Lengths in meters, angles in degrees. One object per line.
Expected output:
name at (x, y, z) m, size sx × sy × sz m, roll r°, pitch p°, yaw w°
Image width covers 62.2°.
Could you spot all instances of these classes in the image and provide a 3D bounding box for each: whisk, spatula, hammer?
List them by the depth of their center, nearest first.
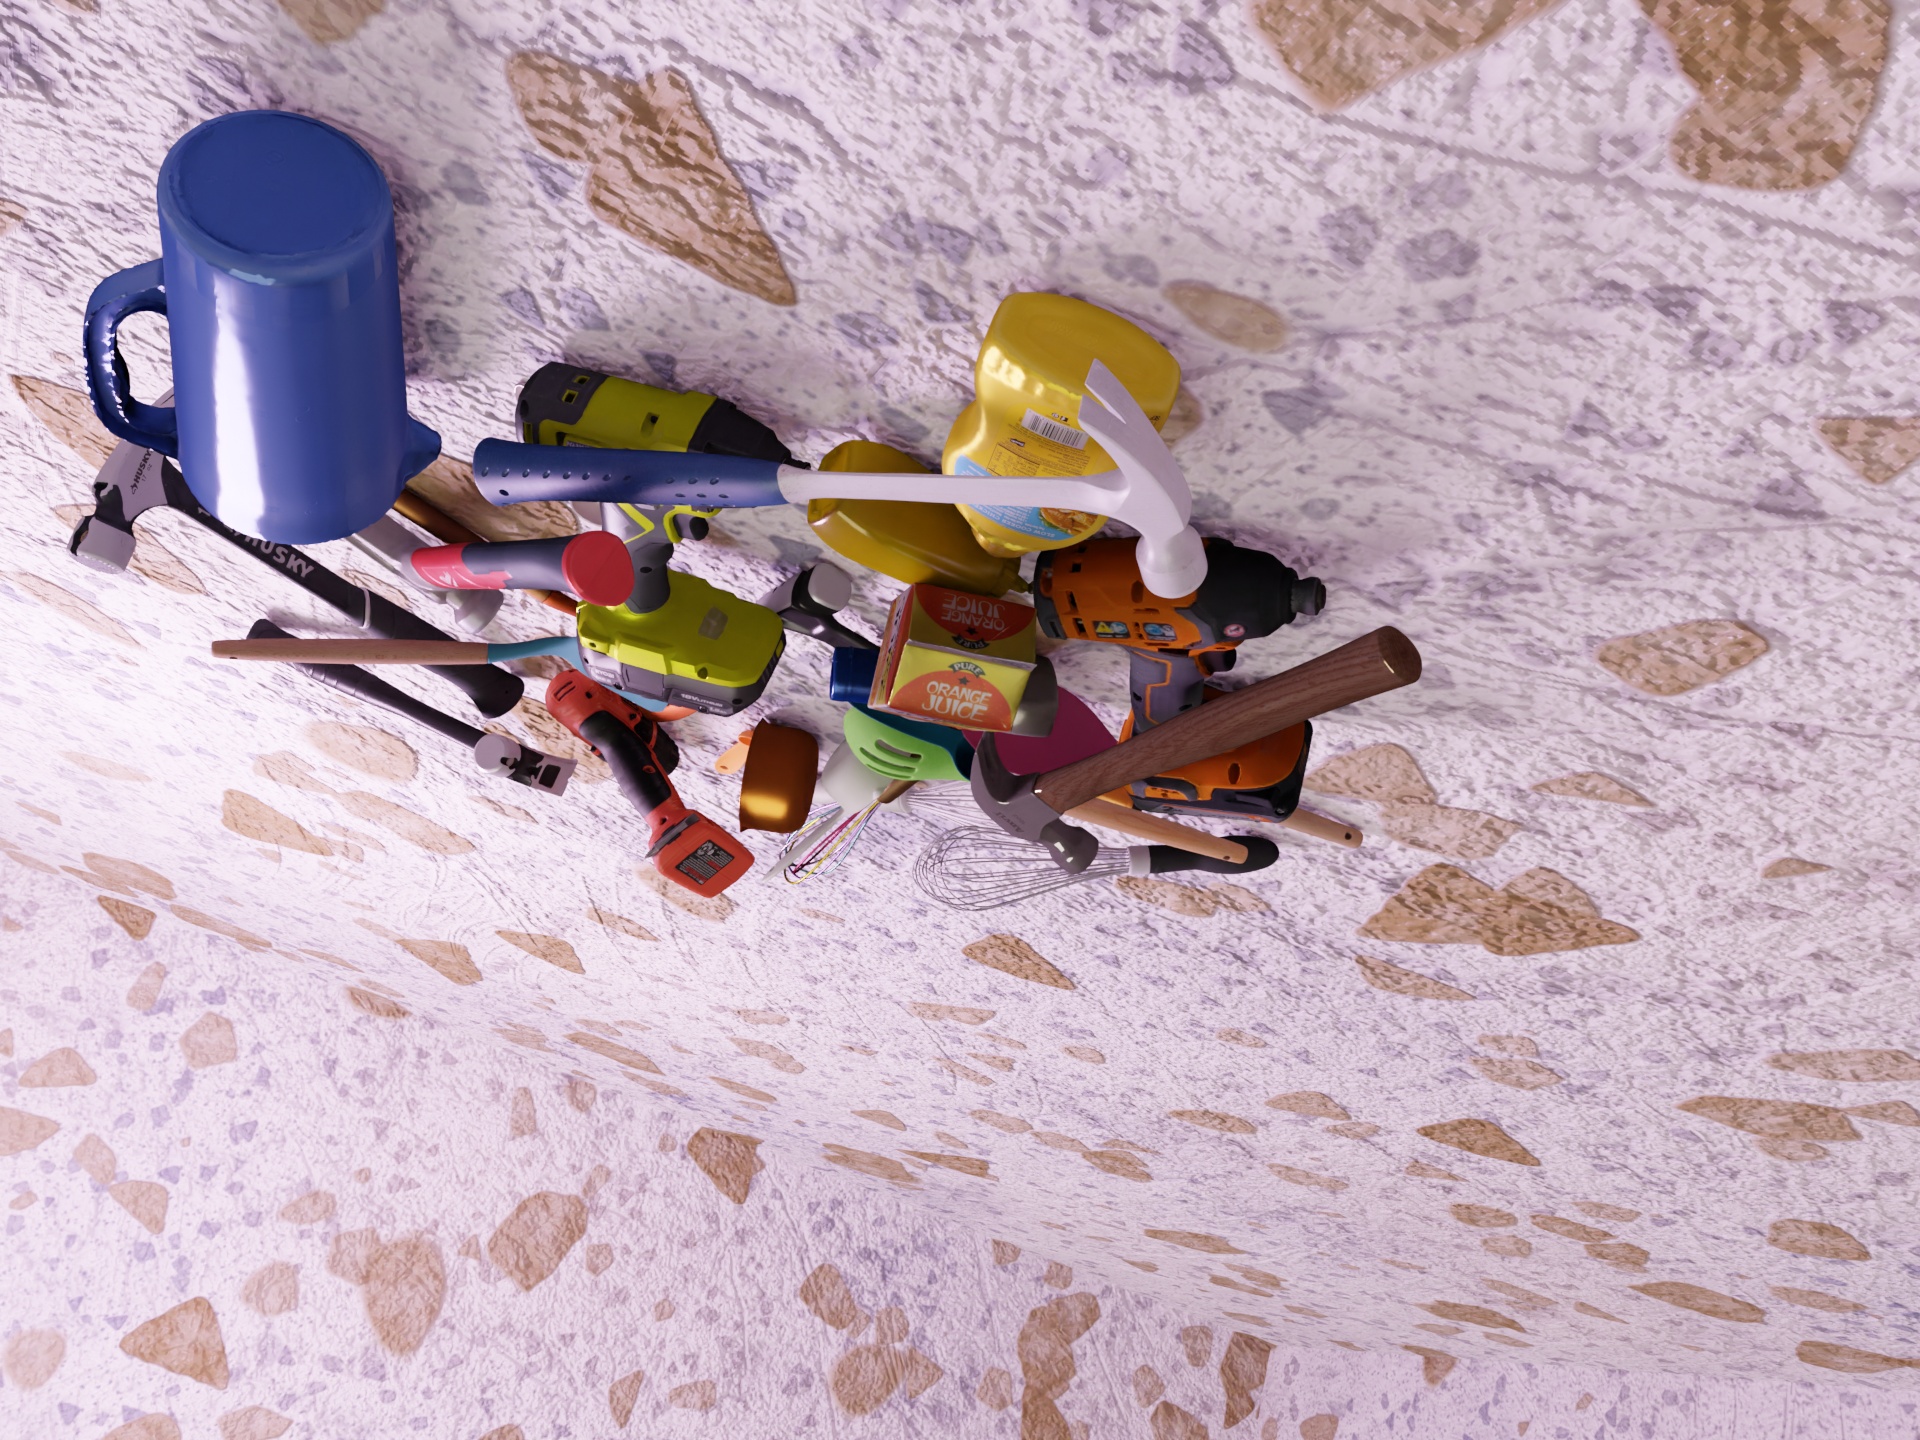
hammer at (-0.082, -0.127, 0.824) m, size 0.405 × 0.035 × 0.143 m, roll 6°, pitch 152°, yaw 22°
hammer at (0.126, 0.012, 0.938) m, size 0.130 × 0.031 × 0.331 m, roll 37°, pitch 143°, yaw -23°
hammer at (-0.296, -0.103, 0.965) m, size 0.143 × 0.038 × 0.386 m, roll 40°, pitch 164°, yaw -28°
spatula at (-0.370, -0.040, 1.153) m, size 0.317 × 0.044 × 0.082 m, roll 0°, pitch 160°, yaw -18°
hammer at (-0.002, -0.004, 1.154) m, size 0.336 × 0.034 × 0.127 m, roll 31°, pitch 150°, yaw -25°
spatula at (-0.326, -0.098, 1.162) m, size 0.322 × 0.041 × 0.081 m, roll 35°, pitch 152°, yaw -30°
hammer at (-0.458, -0.098, 1.182) m, size 0.036 × 0.149 × 0.408 m, roll 7°, pitch 161°, yaw 26°
whisk at (0.104, 0.110, 1.223) m, size 0.284 × 0.070 × 0.070 m, roll -3°, pitch 153°, yaw -3°
whisk at (-0.074, 0.071, 1.276) m, size 0.051 × 0.047 × 0.245 m, roll 46°, pitch 131°, yaw -8°
whisk at (-0.036, 0.065, 1.299) m, size 0.246 × 0.058 × 0.059 m, roll 3°, pitch 116°, yaw 35°
hammer at (-0.473, -0.015, 1.345) m, size 0.335 × 0.035 × 0.146 m, roll 23°, pitch 175°, yaw 20°

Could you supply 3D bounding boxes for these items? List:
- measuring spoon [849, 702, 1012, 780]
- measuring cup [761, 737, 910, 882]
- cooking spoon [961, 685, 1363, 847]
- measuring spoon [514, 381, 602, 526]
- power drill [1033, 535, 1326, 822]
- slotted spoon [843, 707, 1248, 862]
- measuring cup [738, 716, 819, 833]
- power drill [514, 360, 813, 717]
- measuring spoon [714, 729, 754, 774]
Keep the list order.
measuring spoon at (-0.023, 0.004, 1.122) m, size 0.128 × 0.042 × 0.021 m, roll 25°, pitch -173°, yaw -1°
measuring cup at (-0.106, 0.061, 1.229) m, size 0.167 × 0.083 × 0.038 m, roll -43°, pitch 105°, yaw 12°
cooking spoon at (0.149, 0.039, 1.135) m, size 0.318 × 0.069 × 0.017 m, roll 19°, pitch 173°, yaw -14°
measuring spoon at (-0.248, -0.170, 1.009) m, size 0.034 × 0.018 × 0.124 m, roll 4°, pitch 144°, yaw 22°
power drill at (0.151, -0.027, 0.967) m, size 0.164 × 0.084 × 0.226 m, roll 3°, pitch 147°, yaw 25°
slotted spoon at (0.062, 0.054, 1.163) m, size 0.313 × 0.031 × 0.070 m, roll 17°, pitch 143°, yaw -5°
measuring cup at (-0.143, 0.056, 1.322) m, size 0.052 × 0.095 × 0.173 m, roll 9°, pitch 169°, yaw 3°
power drill at (-0.173, -0.107, 0.982) m, size 0.171 × 0.080 × 0.223 m, roll 16°, pitch 142°, yaw 7°
measuring spoon at (-0.192, 0.027, 1.363) m, size 0.021 × 0.011 × 0.117 m, roll 25°, pitch 157°, yaw -13°
